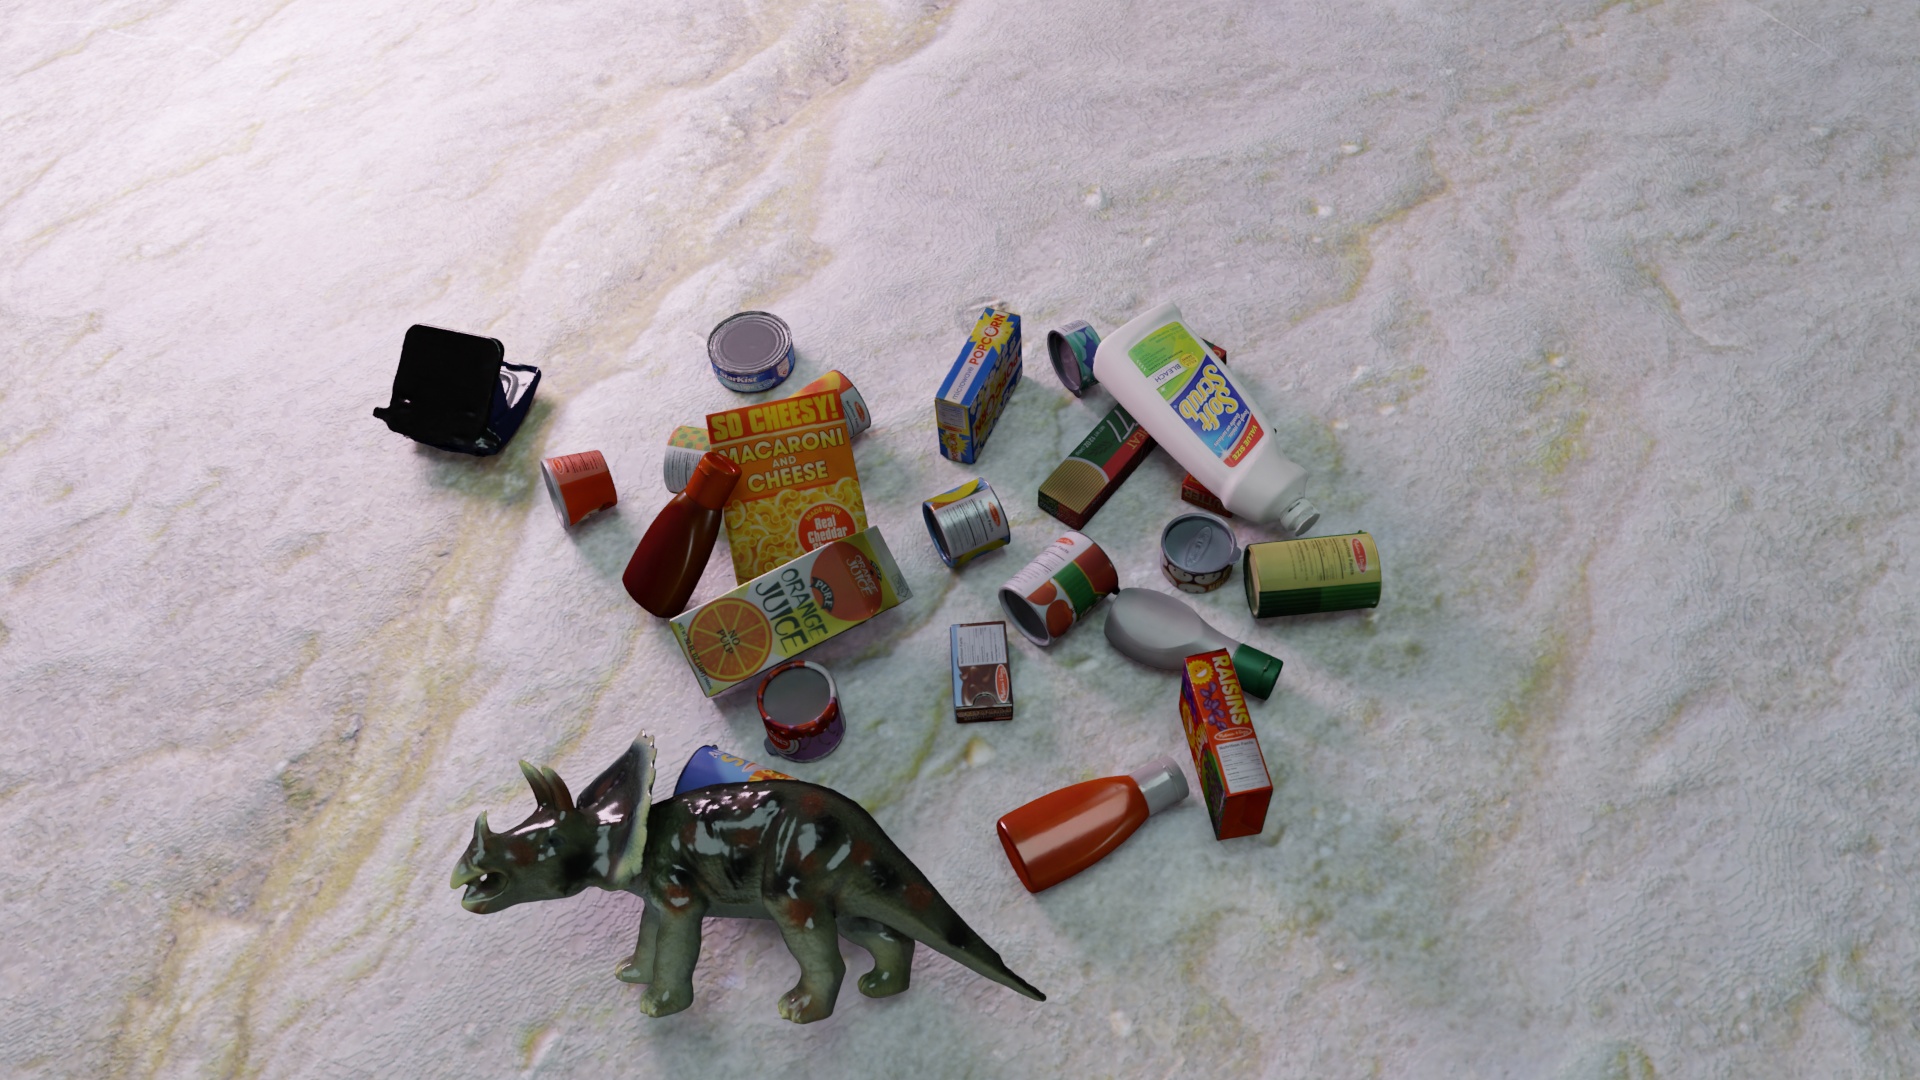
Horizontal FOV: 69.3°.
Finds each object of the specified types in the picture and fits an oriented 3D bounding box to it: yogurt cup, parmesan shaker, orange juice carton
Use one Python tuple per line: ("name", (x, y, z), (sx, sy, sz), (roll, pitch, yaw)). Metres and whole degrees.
("yogurt cup", (-0.354, -0.051, 1.291), (0.054, 0.072, 0.072), (-20, 55, -20))
("parmesan shaker", (0.299, 0.028, 1.190), (0.103, 0.071, 0.071), (-5, 54, 1))
("orange juice carton", (-0.141, 0.058, 1.169), (0.193, 0.073, 0.072), (-26, 88, -9))

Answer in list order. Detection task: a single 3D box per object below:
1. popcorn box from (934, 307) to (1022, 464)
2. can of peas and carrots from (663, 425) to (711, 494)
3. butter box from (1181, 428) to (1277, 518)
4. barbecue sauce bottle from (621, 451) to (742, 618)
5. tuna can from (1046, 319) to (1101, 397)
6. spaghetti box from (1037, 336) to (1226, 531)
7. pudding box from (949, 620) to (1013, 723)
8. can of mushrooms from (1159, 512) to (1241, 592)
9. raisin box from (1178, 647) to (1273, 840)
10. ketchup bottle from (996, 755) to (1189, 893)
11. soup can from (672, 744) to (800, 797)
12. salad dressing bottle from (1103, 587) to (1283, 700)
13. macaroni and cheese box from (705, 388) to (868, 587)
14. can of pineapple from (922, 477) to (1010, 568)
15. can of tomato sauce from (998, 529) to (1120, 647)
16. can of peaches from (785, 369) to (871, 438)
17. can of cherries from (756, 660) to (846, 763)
("popcorn box", (0.019, -0.147, 1.321), (0.038, 0.084, 0.127), (18, 58, 16))
("can of peas and carrots", (-0.237, -0.072, 1.298), (0.059, 0.070, 0.071), (9, 56, 11))
("butter box", (0.249, -0.072, 1.290), (0.053, 0.024, 0.104), (24, 59, 18))
("barbecue sauce bottle", (-0.239, -0.007, 1.209), (0.065, 0.044, 0.148), (41, 111, 25))
("tuna can", (0.115, -0.177, 1.350), (0.033, 0.070, 0.071), (-25, 57, -14))
("spaghetti box", (0.166, -0.109, 1.319), (0.050, 0.028, 0.251), (32, 63, 23))
("pudding box", (0.017, 0.111, 1.171), (0.050, 0.030, 0.084), (-4, 54, 0))
("can of mushrooms", (0.212, 0.012, 1.227), (0.071, 0.033, 0.071), (-2, 54, 2))
("raisin box", (0.206, 0.160, 1.089), (0.040, 0.085, 0.124), (-11, 55, -2))
("ketchup bottle", (0.106, 0.215, 1.082), (0.149, 0.043, 0.065), (-23, 57, -13))
("soup can", (-0.174, 0.204, 1.095), (0.084, 0.071, 0.072), (17, 57, 14))
("salad dressing bottle", (0.196, 0.088, 1.168), (0.148, 0.043, 0.064), (24, 58, 18))
("macaroni and cheese box", (-0.151, -0.041, 1.239), (0.124, 0.040, 0.166), (-12, 84, -5))
("can of pineapple", (0.004, -0.016, 1.242), (0.058, 0.070, 0.071), (-23, 56, -12))
("can of tomato sauce", (0.085, 0.043, 1.195), (0.083, 0.070, 0.071), (-39, 61, -21))
("can of peaches", (-0.129, -0.121, 1.325), (0.058, 0.071, 0.071), (-35, 60, -19))
("can of cherries", (-0.132, 0.142, 1.141), (0.071, 0.058, 0.072), (-2, 54, 2))
